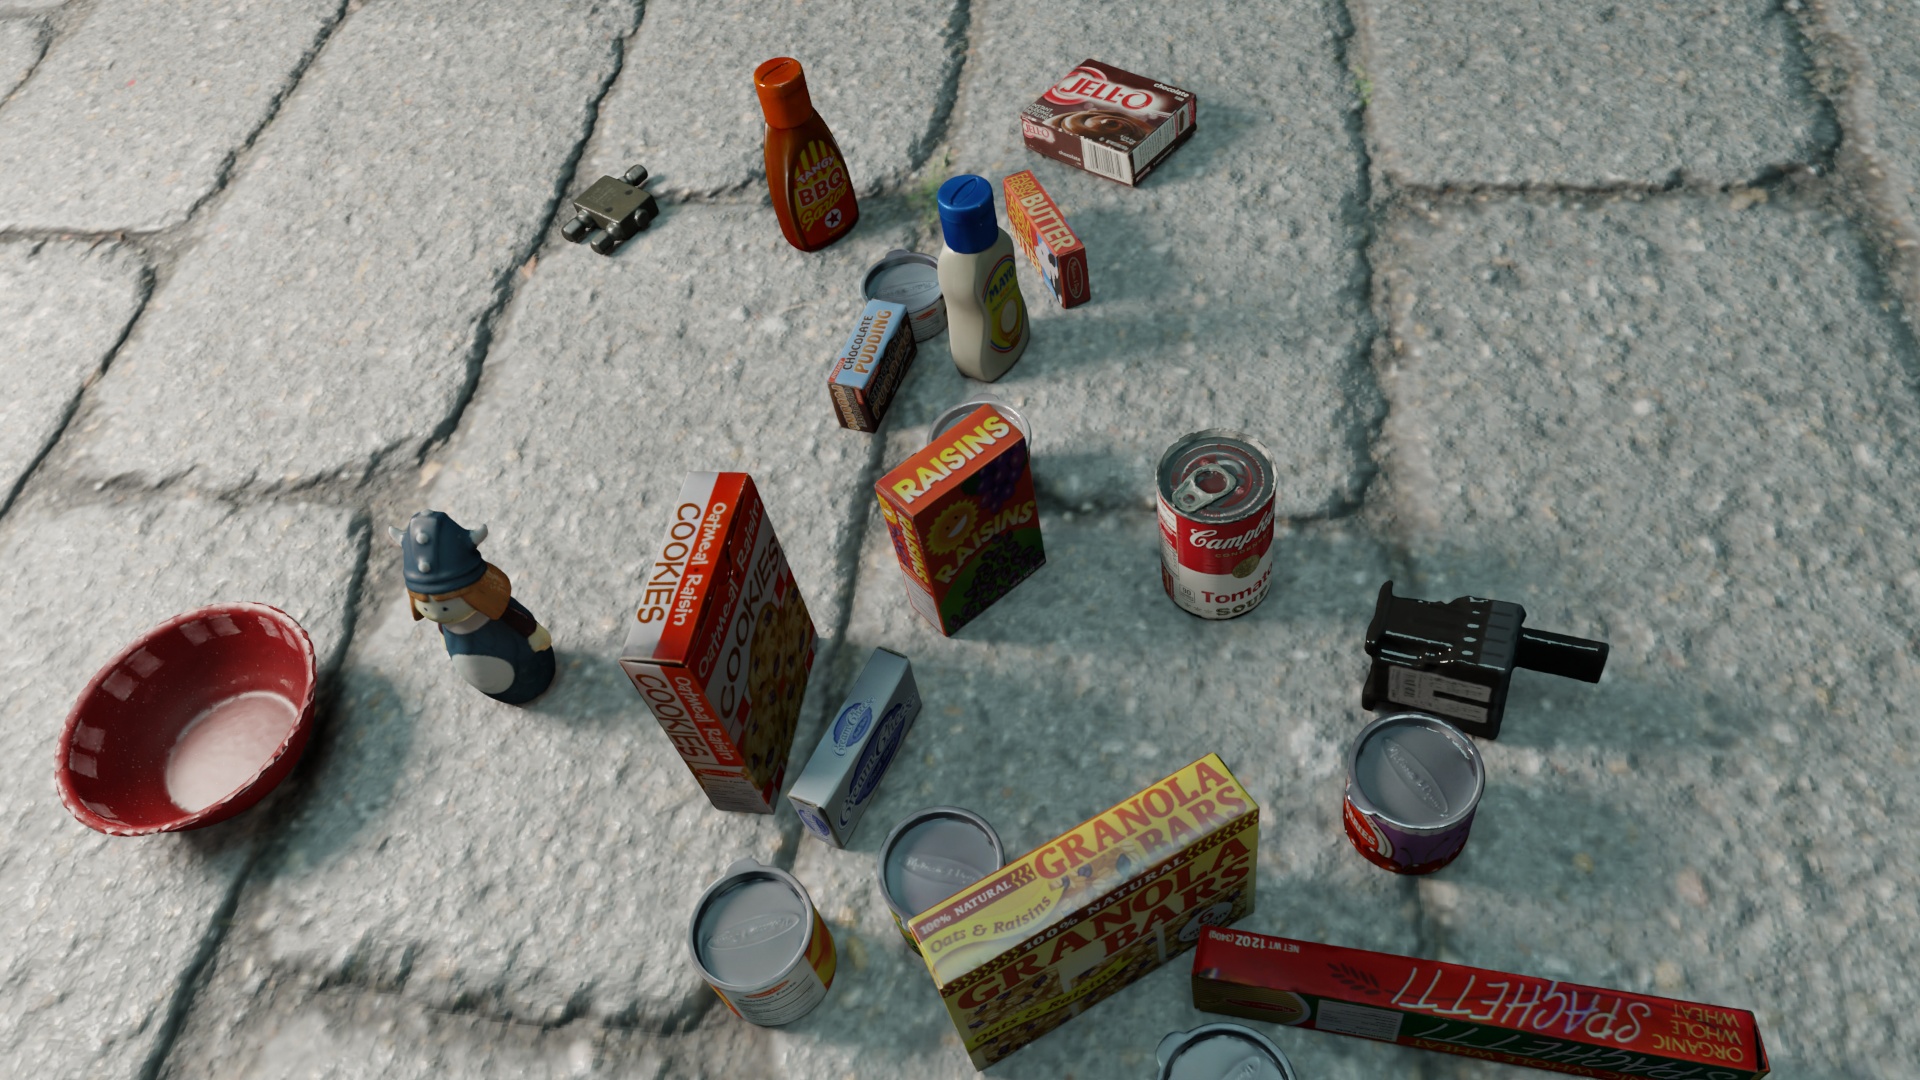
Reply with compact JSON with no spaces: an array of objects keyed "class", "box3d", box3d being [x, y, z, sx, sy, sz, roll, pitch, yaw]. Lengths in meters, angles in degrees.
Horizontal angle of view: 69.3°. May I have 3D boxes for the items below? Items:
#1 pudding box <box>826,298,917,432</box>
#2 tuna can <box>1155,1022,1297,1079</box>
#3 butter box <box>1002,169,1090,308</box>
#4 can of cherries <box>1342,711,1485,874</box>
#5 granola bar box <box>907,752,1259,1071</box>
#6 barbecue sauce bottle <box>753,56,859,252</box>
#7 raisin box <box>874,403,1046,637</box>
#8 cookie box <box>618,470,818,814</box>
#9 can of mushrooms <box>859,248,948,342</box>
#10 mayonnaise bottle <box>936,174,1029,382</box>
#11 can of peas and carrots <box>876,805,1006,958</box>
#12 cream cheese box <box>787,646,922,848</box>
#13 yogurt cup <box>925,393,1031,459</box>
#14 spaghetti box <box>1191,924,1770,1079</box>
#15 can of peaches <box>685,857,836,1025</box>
[{"class":"pudding box","box3d":[-0.062,-0.123,0.975,0.030,0.049,0.084,12,56,19]},{"class":"tuna can","box3d":[0.124,0.264,0.656,0.071,0.032,0.071,-5,52,7]},{"class":"butter box","box3d":[0.063,-0.224,1.026,0.024,0.053,0.104,-22,52,-6]},{"class":"can of cherries","box3d":[0.231,0.132,0.721,0.071,0.058,0.072,-5,53,7]},{"class":"granola bar box","box3d":[0.064,0.181,0.673,0.166,0.123,0.039,-27,53,-10]},{"class":"barbecue sauce bottle","box3d":[-0.121,-0.293,1.052,0.065,0.147,0.044,-39,56,-18]},{"class":"raisin box","box3d":[0.003,-0.010,0.830,0.086,0.122,0.040,-36,55,-17]},{"class":"cookie box","box3d":[-0.127,0.059,0.773,0.040,0.166,0.123,2,54,12]},{"class":"can of mushrooms","box3d":[-0.039,-0.180,1.024,0.071,0.033,0.071,-5,52,7]},{"class":"mayonnaise bottle","box3d":[0.013,-0.178,0.940,0.041,0.147,0.065,24,61,25]},{"class":"can of peas and carrots","box3d":[-0.007,0.183,0.725,0.071,0.058,0.071,-5,53,7]},{"class":"cream cheese box","box3d":[-0.057,0.117,0.788,0.024,0.053,0.104,17,58,22]},{"class":"yogurt cup","box3d":[0.015,-0.050,0.902,0.072,0.053,0.073,-5,52,7]},{"class":"spaghetti box","box3d":[0.236,0.223,0.657,0.250,0.050,0.029,5,55,14]},{"class":"can of peaches","box3d":[-0.102,0.209,0.723,0.071,0.057,0.071,-5,53,7]}]
